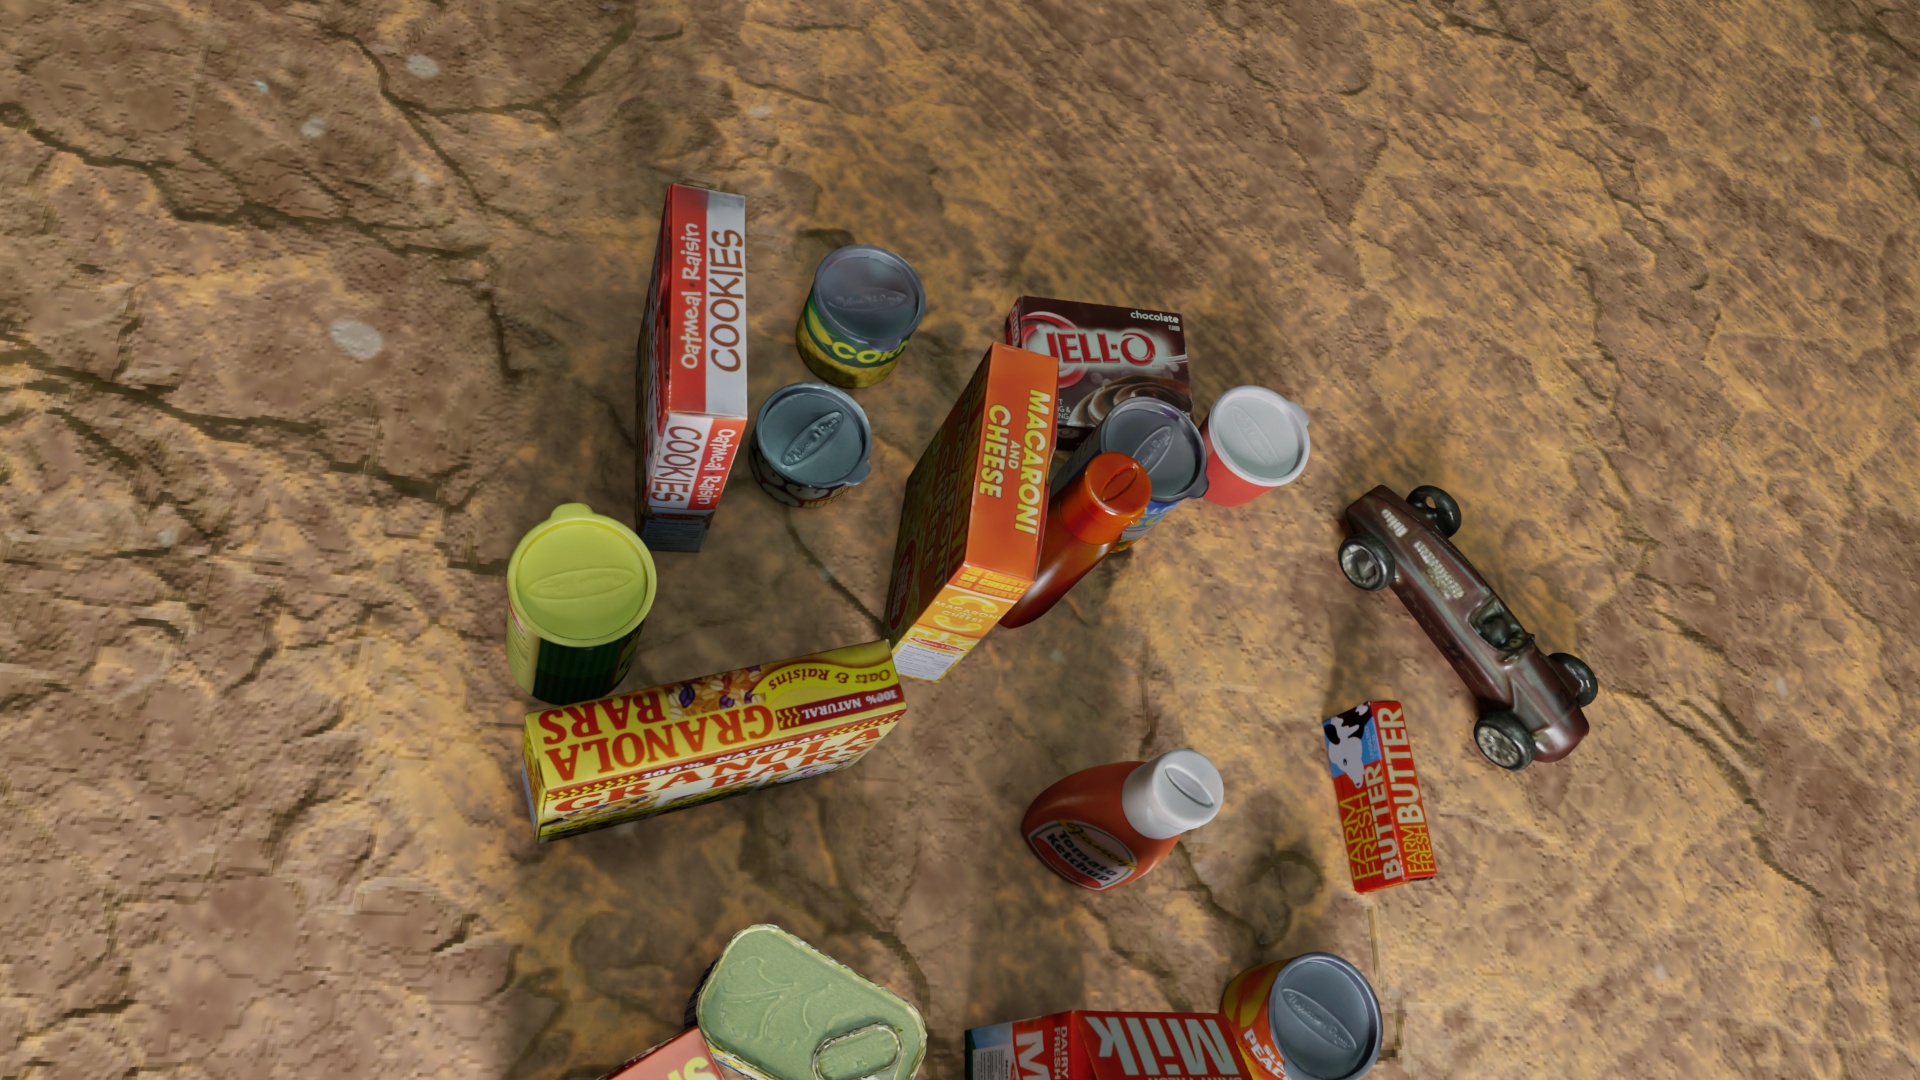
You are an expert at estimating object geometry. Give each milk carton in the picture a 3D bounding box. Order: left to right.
[{"bbox_3d":[0.064,0.252,0.622,0.072,0.189,0.074,7,66,-16],"label":"milk carton"}]

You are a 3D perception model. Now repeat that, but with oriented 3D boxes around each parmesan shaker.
[{"bbox_3d":[-0.188,0.034,0.681,0.071,0.102,0.071,7,66,-16],"label":"parmesan shaker"}]

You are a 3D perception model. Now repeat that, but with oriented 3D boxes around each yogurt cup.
[{"bbox_3d":[0.176,-0.056,0.870,0.072,0.053,0.072,7,66,-16],"label":"yogurt cup"}]

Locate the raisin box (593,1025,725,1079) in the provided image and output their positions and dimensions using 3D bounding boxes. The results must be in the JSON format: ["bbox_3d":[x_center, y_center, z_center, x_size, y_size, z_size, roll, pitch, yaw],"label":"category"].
[{"bbox_3d":[-0.149,0.248,0.590,0.086,0.123,0.040,-25,78,-26],"label":"raisin box"}]

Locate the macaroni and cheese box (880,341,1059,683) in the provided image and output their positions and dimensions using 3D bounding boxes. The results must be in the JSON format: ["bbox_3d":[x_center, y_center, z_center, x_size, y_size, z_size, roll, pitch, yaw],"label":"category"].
[{"bbox_3d":[0.003,-0.009,0.728,0.040,0.165,0.124,14,64,-13],"label":"macaroni and cheese box"}]

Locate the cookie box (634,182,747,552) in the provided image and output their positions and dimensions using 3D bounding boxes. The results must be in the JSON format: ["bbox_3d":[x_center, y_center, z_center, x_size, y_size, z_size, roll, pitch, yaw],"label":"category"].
[{"bbox_3d":[-0.141,-0.081,0.710,0.040,0.166,0.123,3,67,-18],"label":"cookie box"}]

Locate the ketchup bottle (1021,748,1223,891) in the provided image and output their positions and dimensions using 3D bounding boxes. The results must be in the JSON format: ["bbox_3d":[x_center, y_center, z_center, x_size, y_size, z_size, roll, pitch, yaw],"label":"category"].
[{"bbox_3d":[0.083,0.139,0.701,0.065,0.148,0.044,38,62,-1],"label":"ketchup bottle"}]

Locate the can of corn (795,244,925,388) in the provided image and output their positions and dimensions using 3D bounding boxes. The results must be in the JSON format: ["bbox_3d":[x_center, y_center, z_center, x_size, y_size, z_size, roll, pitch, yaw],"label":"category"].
[{"bbox_3d":[-0.059,-0.129,0.820,0.071,0.058,0.071,7,66,-16],"label":"can of corn"}]

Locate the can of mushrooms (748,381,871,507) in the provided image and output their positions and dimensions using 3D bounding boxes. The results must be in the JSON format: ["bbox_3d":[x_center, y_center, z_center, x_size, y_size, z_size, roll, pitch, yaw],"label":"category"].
[{"bbox_3d":[-0.085,-0.052,0.792,0.071,0.033,0.071,7,66,-16],"label":"can of mushrooms"}]

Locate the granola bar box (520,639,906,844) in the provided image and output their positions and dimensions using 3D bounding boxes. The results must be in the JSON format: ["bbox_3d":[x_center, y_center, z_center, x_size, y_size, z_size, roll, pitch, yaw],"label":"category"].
[{"bbox_3d":[-0.121,0.098,0.664,0.166,0.123,0.039,-10,72,-22],"label":"granola bar box"}]

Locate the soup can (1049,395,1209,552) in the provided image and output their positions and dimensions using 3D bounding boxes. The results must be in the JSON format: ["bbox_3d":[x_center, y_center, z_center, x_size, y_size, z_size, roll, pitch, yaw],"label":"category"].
[{"bbox_3d":[0.099,-0.035,0.818,0.071,0.083,0.071,7,66,-16],"label":"soup can"}]

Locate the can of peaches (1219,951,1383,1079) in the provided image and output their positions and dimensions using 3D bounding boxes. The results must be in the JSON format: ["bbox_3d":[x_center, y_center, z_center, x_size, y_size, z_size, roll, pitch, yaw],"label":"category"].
[{"bbox_3d":[0.177,0.257,0.733,0.071,0.057,0.071,7,66,-16],"label":"can of peaches"}]

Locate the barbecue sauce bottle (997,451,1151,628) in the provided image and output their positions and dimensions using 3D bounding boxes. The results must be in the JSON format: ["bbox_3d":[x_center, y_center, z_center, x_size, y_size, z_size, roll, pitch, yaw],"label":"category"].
[{"bbox_3d":[0.057,-0.001,0.753,0.043,0.148,0.065,46,62,4],"label":"barbecue sauce bottle"}]

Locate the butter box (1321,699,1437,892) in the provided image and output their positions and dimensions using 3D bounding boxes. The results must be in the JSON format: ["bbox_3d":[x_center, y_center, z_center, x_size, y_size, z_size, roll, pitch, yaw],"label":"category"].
[{"bbox_3d":[0.242,0.149,0.805,0.024,0.053,0.104,2,67,-18],"label":"butter box"}]
